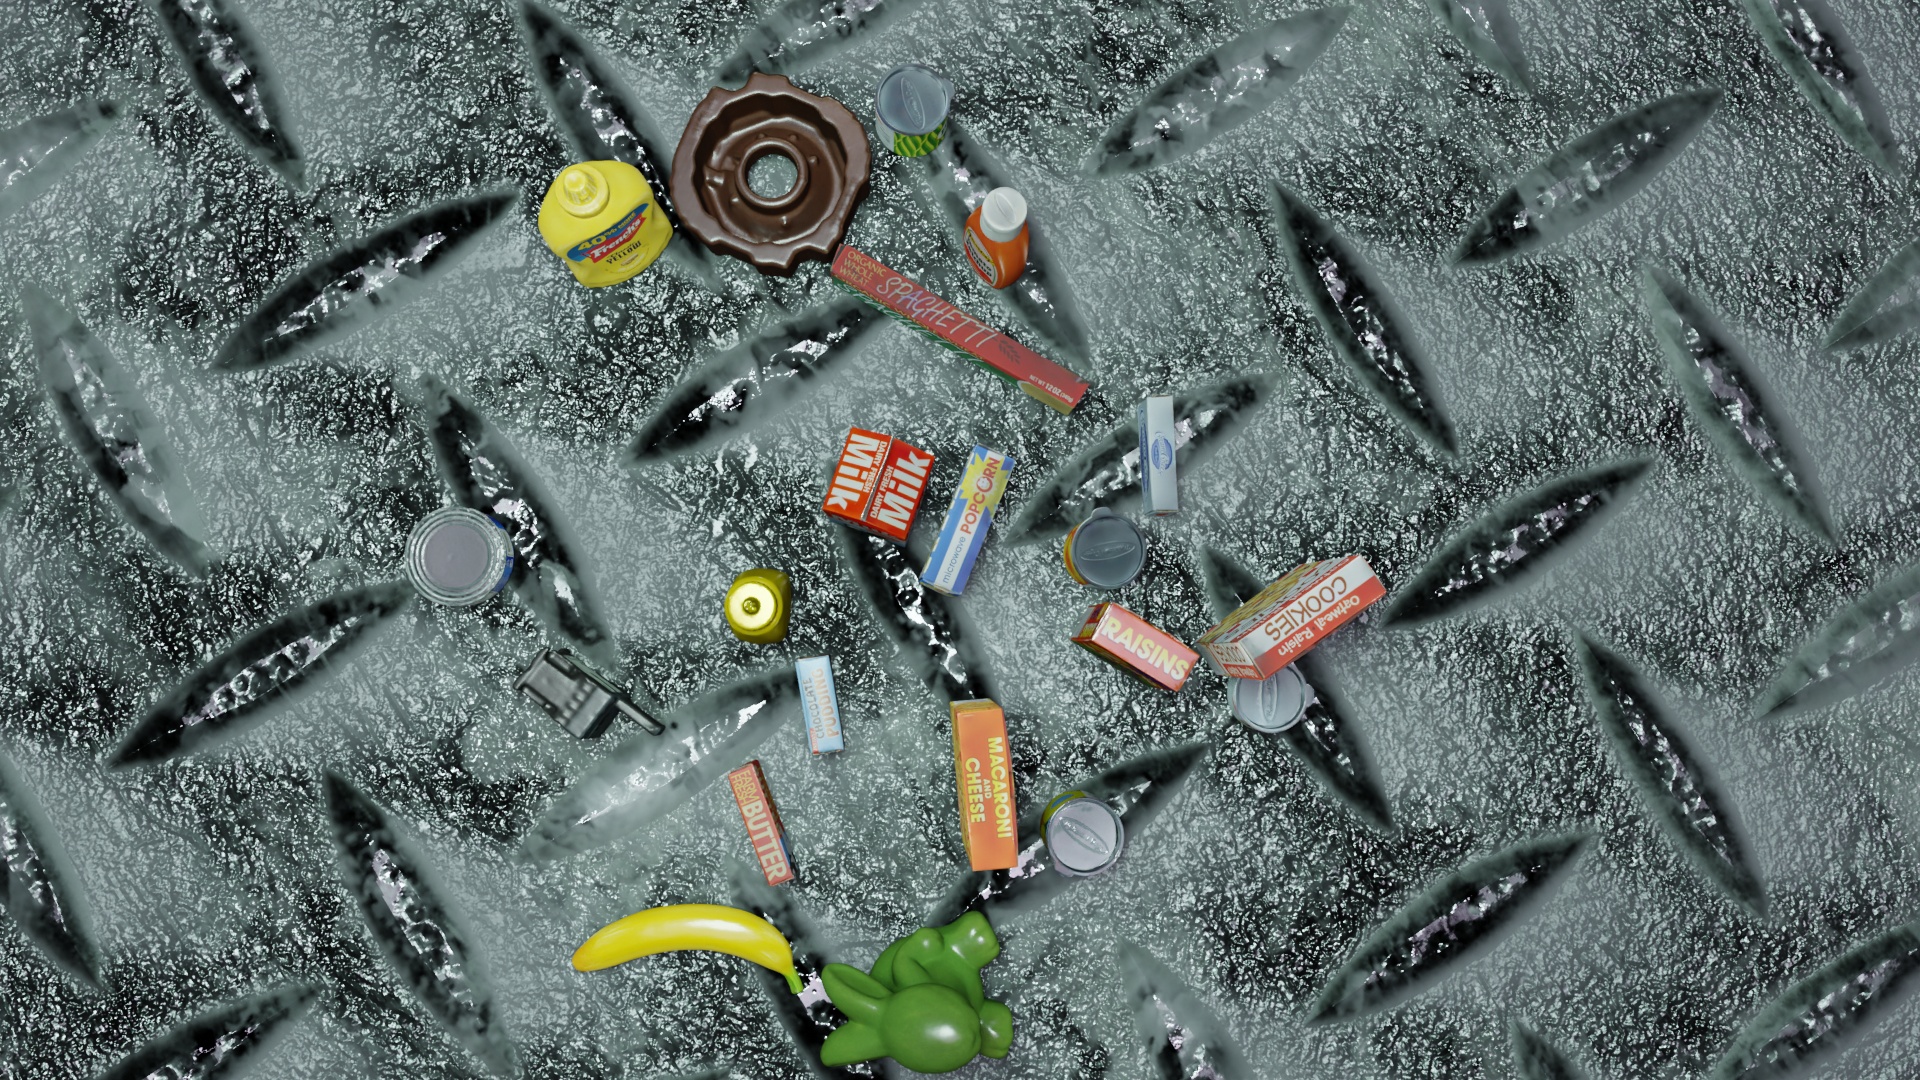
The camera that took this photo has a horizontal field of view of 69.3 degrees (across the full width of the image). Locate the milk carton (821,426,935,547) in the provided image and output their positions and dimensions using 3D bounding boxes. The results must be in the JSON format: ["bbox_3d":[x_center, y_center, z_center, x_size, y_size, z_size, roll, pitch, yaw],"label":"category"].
[{"bbox_3d":[-0.067,-0.043,1.146,0.073,0.190,0.072,20,85,-1],"label":"milk carton"}]

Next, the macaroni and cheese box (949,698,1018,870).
[{"bbox_3d":[0.018,0.196,1.143,0.040,0.166,0.123,-5,86,-3],"label":"macaroni and cheese box"}]

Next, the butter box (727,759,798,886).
[{"bbox_3d":[-0.168,0.240,1.187,0.024,0.053,0.103,-21,87,-4],"label":"butter box"}]

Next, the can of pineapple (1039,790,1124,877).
[{"bbox_3d":[0.102,0.252,1.198,0.071,0.058,0.071,0,86,-3],"label":"can of pineapple"}]

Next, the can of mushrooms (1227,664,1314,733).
[{"bbox_3d":[0.273,0.136,1.228,0.071,0.033,0.071,0,86,-3],"label":"can of mushrooms"}]

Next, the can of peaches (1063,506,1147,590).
[{"bbox_3d":[0.126,0.008,1.219,0.071,0.058,0.071,0,86,-3],"label":"can of peaches"}]

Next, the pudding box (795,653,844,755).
[{"bbox_3d":[-0.121,0.140,1.199,0.030,0.049,0.083,-10,86,-4],"label":"pudding box"}]

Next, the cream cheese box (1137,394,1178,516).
[{"bbox_3d":[0.175,-0.074,1.230,0.024,0.053,0.104,-2,86,-3],"label":"cream cheese box"}]

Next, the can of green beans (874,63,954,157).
[{"bbox_3d":[-0.043,-0.383,1.241,0.071,0.058,0.071,0,86,-3],"label":"can of green beans"}]

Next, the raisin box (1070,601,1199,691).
[{"bbox_3d":[0.146,0.090,1.180,0.086,0.123,0.040,32,85,0],"label":"raisin box"}]

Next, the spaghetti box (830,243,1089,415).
[{"bbox_3d":[-0.003,-0.186,1.231,0.250,0.050,0.029,29,85,0],"label":"spaghetti box"}]

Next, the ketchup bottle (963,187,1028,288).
[{"bbox_3d":[0.033,-0.263,1.190,0.043,0.148,0.065,-34,88,-5],"label":"ketchup bottle"}]

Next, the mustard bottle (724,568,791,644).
[{"bbox_3d":[-0.168,0.053,1.148,0.049,0.160,0.065,3,86,-3],"label":"mustard bottle"}]

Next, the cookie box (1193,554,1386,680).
[{"bbox_3d":[0.272,0.066,1.167,0.123,0.167,0.040,-35,88,-5],"label":"cookie box"}]

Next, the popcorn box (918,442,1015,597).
[{"bbox_3d":[0.004,-0.015,1.200,0.038,0.085,0.127,22,85,-1],"label":"popcorn box"}]
